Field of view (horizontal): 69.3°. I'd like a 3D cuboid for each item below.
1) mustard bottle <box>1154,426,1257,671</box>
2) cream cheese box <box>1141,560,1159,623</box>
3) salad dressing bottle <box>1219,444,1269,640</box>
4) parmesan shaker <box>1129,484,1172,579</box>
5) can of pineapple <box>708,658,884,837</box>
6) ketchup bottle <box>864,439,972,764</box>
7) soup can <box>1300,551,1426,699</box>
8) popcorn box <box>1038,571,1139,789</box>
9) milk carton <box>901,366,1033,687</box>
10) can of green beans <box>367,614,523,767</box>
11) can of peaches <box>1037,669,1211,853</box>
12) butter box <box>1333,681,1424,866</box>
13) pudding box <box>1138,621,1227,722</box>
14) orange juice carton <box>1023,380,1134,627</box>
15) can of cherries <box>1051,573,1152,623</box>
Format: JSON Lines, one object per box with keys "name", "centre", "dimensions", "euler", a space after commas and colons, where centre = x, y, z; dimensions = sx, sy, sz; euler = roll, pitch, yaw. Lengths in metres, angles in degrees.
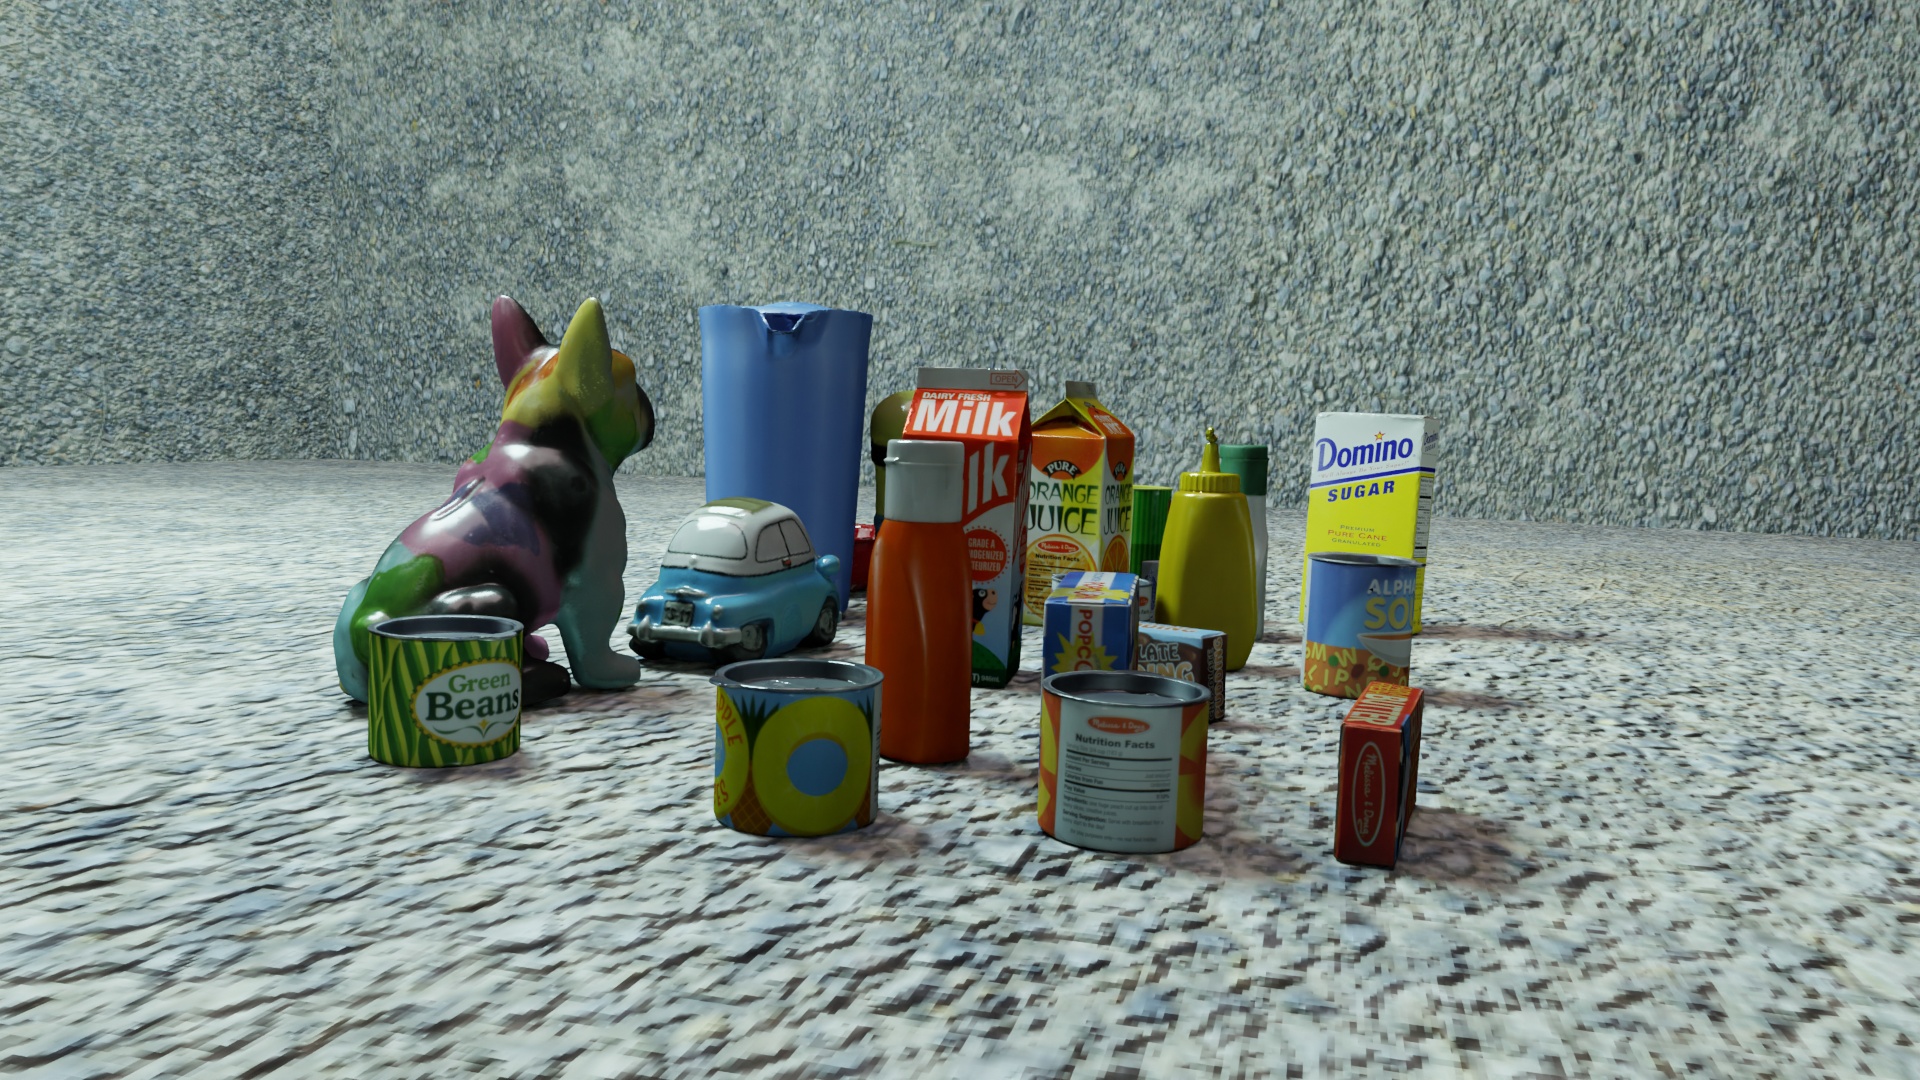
{"name": "mustard bottle", "centre": [0.164, 0.005, 0.919], "dimensions": [0.065, 0.160, 0.049], "euler": [1, 4, -9]}
{"name": "cream cheese box", "centre": [0.190, 0.042, 1.121], "dimensions": [0.104, 0.053, 0.024], "euler": [-1, 6, -36]}
{"name": "salad dressing bottle", "centre": [0.213, 0.001, 1.060], "dimensions": [0.044, 0.147, 0.064], "euler": [3, 5, 9]}
{"name": "parmesan shaker", "centre": [0.159, 0.001, 1.285], "dimensions": [0.071, 0.103, 0.071], "euler": [2, 5, 0]}
{"name": "can of pineapple", "centre": [-0.066, 0.080, 0.549], "dimensions": [0.071, 0.057, 0.071], "euler": [2, 5, 0]}
{"name": "ketchup bottle", "centre": [-0.020, 0.027, 0.656], "dimensions": [0.043, 0.148, 0.064], "euler": [-1, 5, -31]}
{"name": "soup can", "centre": [0.248, 0.052, 0.858], "dimensions": [0.071, 0.083, 0.071], "euler": [2, 5, 0]}
{"name": "popcorn box", "centre": [0.062, 0.063, 0.649], "dimensions": [0.038, 0.085, 0.127], "euler": [3, 5, 9]}
{"name": "milk carton", "centre": [0.003, -0.011, 0.854], "dimensions": [0.072, 0.190, 0.073], "euler": [3, 5, 9]}
{"name": "can of green beans", "centre": [-0.233, 0.067, 0.628], "dimensions": [0.071, 0.057, 0.071], "euler": [2, 5, 0]}
{"name": "can of peaches", "centre": [0.065, 0.085, 0.548], "dimensions": [0.071, 0.058, 0.071], "euler": [2, 5, 0]}
{"name": "butter box", "centre": [0.169, 0.091, 0.558], "dimensions": [0.024, 0.053, 0.104], "euler": [4, 5, 22]}
{"name": "pudding box", "centre": [0.105, 0.071, 0.774], "dimensions": [0.083, 0.049, 0.030], "euler": [6, 6, 39]}
{"name": "orange juice carton", "centre": [0.091, -0.030, 1.095], "dimensions": [0.073, 0.192, 0.072], "euler": [4, 5, 26]}
{"name": "can of cherries", "centre": [0.090, 0.054, 0.913], "dimensions": [0.071, 0.058, 0.071], "euler": [2, 5, 0]}
